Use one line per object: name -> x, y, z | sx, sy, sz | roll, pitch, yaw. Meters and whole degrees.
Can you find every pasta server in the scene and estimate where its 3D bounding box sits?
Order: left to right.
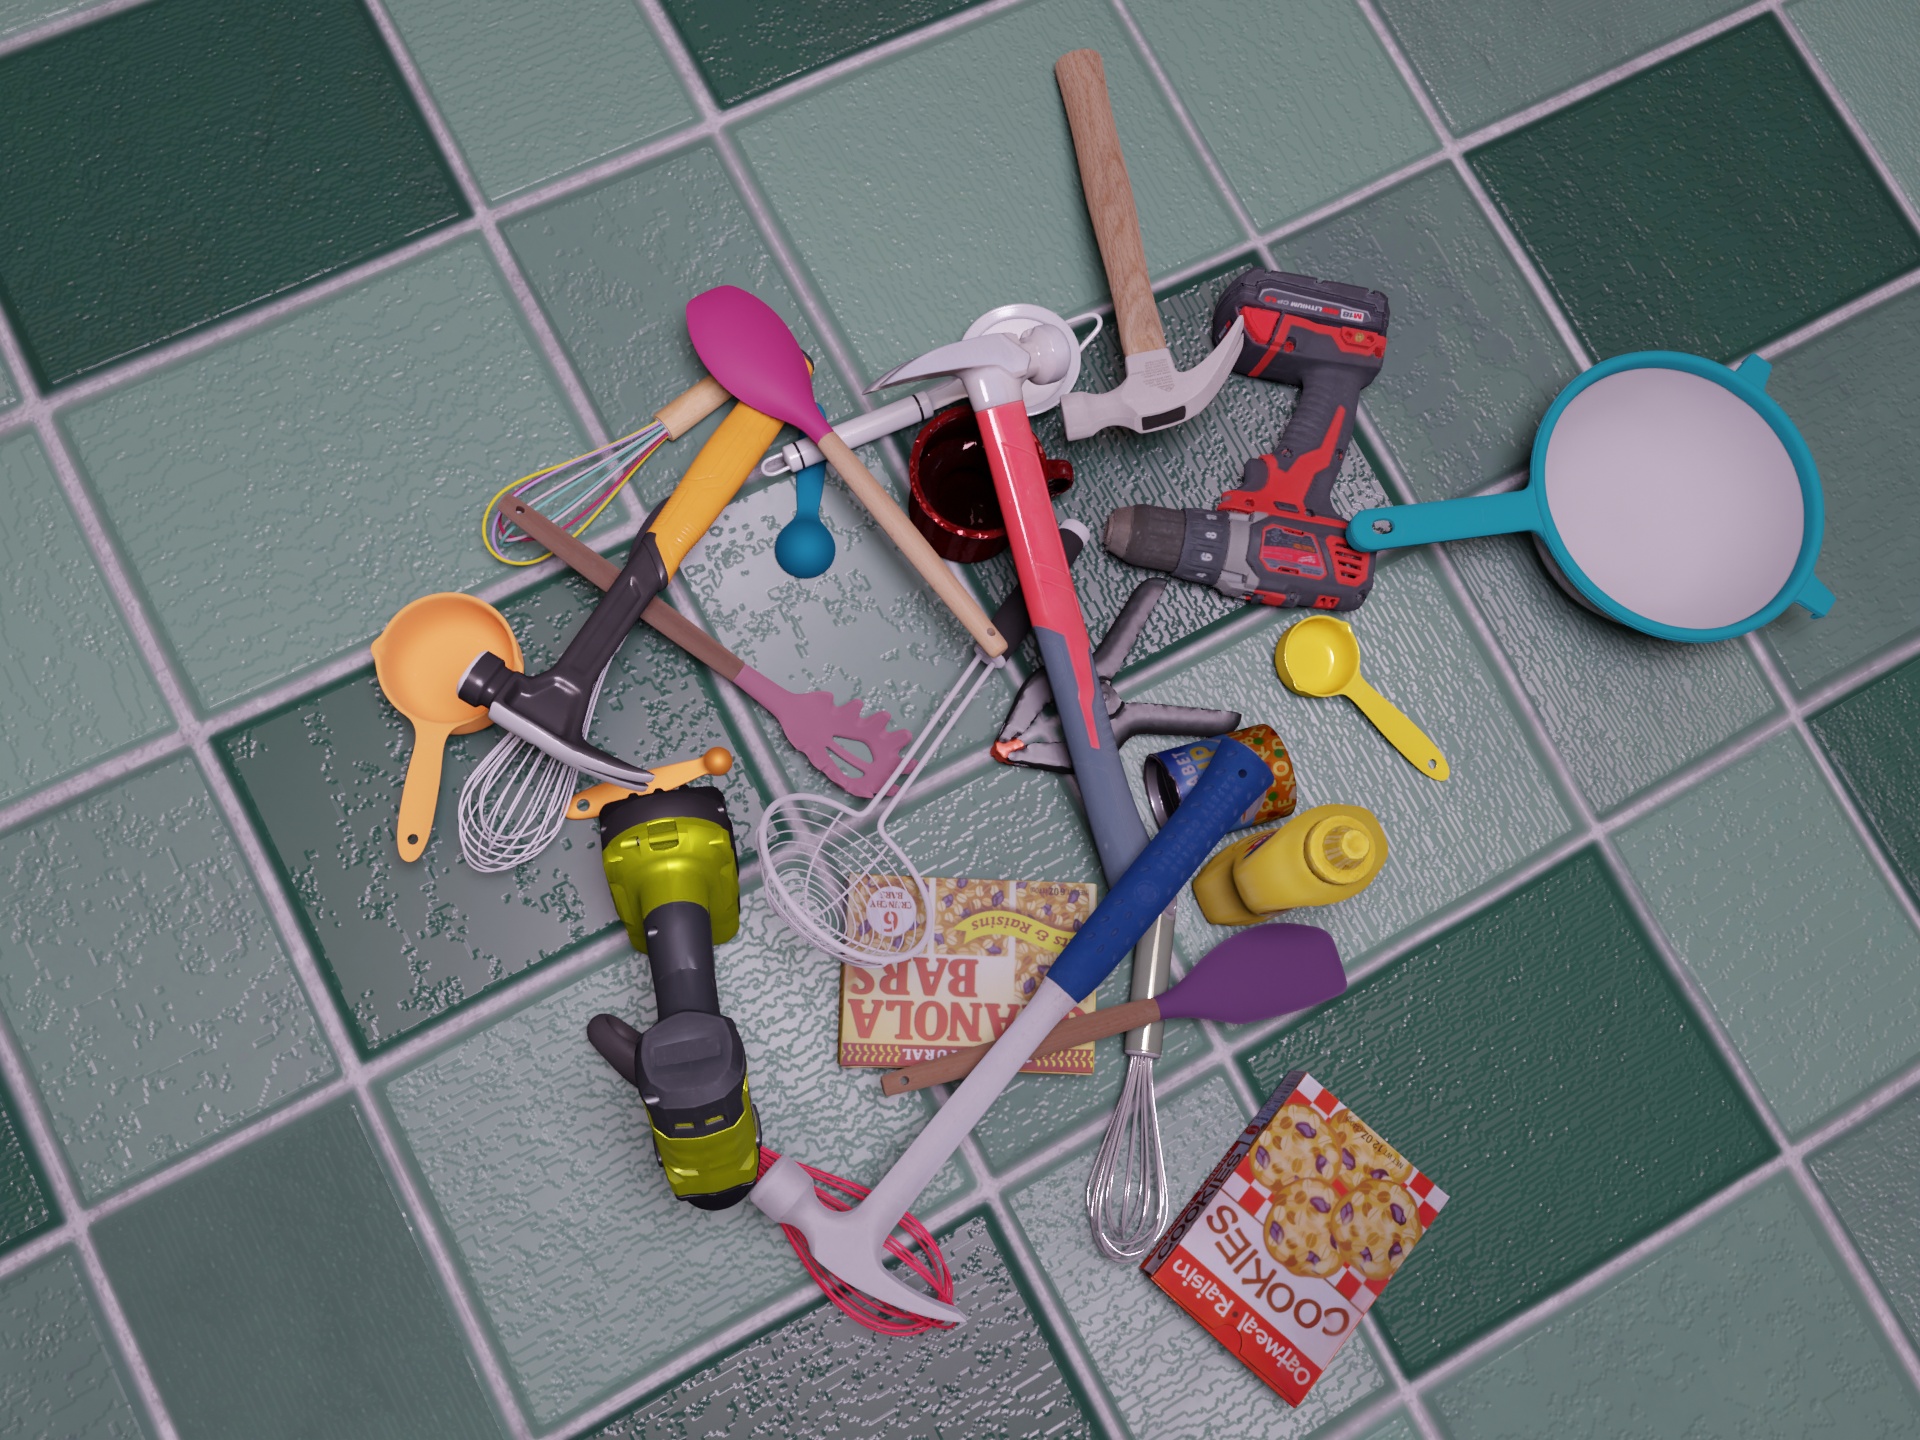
pasta server -> -0.165, -0.049, 1.035 | 0.316, 0.040, 0.060 | 37, 67, -11

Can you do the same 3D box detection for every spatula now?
spatula -> 0.101, 0.189, 1.016 | 0.316, 0.018, 0.060 | -14, 76, -14

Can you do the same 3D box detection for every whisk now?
whisk -> -0.245, -0.029, 1.041 | 0.070, 0.070, 0.285 | 25, 72, -1
whisk -> -0.222, -0.190, 1.082 | 0.245, 0.051, 0.047 | -40, 80, -15
whisk -> -0.120, 0.282, 0.994 | 0.296, 0.073, 0.073 | 38, 77, 7
whisk -> 0.117, 0.226, 1.039 | 0.057, 0.059, 0.246 | 22, 69, -40

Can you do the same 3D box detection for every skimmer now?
skimmer -> -0.002, -0.003, 1.017 | 0.127, 0.090, 0.363 | 38, 67, -8

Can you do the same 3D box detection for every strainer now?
strainer -> -0.020, -0.222, 1.107 | 0.258, 0.050, 0.087 | -24, 75, -10
strainer -> 0.424, -0.138, 1.119 | 0.340, 0.095, 0.211 | -7, 78, -7

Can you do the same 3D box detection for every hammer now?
hammer -> -0.177, -0.116, 1.021 | 0.127, 0.034, 0.337 | 32, 62, -8
hammer -> 0.052, -0.050, 1.010 | 0.143, 0.038, 0.386 | -21, 99, -32
hammer -> 0.059, 0.177, 0.972 | 0.144, 0.035, 0.405 | 40, 78, 5
hammer -> 0.112, -0.344, 1.112 | 0.130, 0.031, 0.332 | -10, 64, 4

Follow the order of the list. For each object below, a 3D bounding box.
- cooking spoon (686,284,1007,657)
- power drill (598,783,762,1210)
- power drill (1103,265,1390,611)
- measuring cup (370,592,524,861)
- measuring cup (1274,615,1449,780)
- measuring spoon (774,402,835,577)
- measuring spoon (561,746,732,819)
cooking spoon -> -0.072, -0.166, 1.045 | 0.069, 0.017, 0.319 | -34, 81, -28
power drill -> -0.160, 0.165, 0.937 | 0.080, 0.171, 0.223 | -9, 50, -8
power drill -> 0.205, -0.195, 1.117 | 0.188, 0.080, 0.227 | 9, 81, -4
measuring cup -> -0.334, 0.007, 1.025 | 0.095, 0.052, 0.174 | 9, 80, -5
measuring cup -> 0.283, -0.011, 1.118 | 0.156, 0.029, 0.062 | 42, 77, -9
measuring spoon -> -0.104, -0.162, 1.099 | 0.042, 0.021, 0.129 | 4, 78, -6
measuring spoon -> -0.207, 0.042, 1.052 | 0.117, 0.011, 0.021 | -19, 82, -10
